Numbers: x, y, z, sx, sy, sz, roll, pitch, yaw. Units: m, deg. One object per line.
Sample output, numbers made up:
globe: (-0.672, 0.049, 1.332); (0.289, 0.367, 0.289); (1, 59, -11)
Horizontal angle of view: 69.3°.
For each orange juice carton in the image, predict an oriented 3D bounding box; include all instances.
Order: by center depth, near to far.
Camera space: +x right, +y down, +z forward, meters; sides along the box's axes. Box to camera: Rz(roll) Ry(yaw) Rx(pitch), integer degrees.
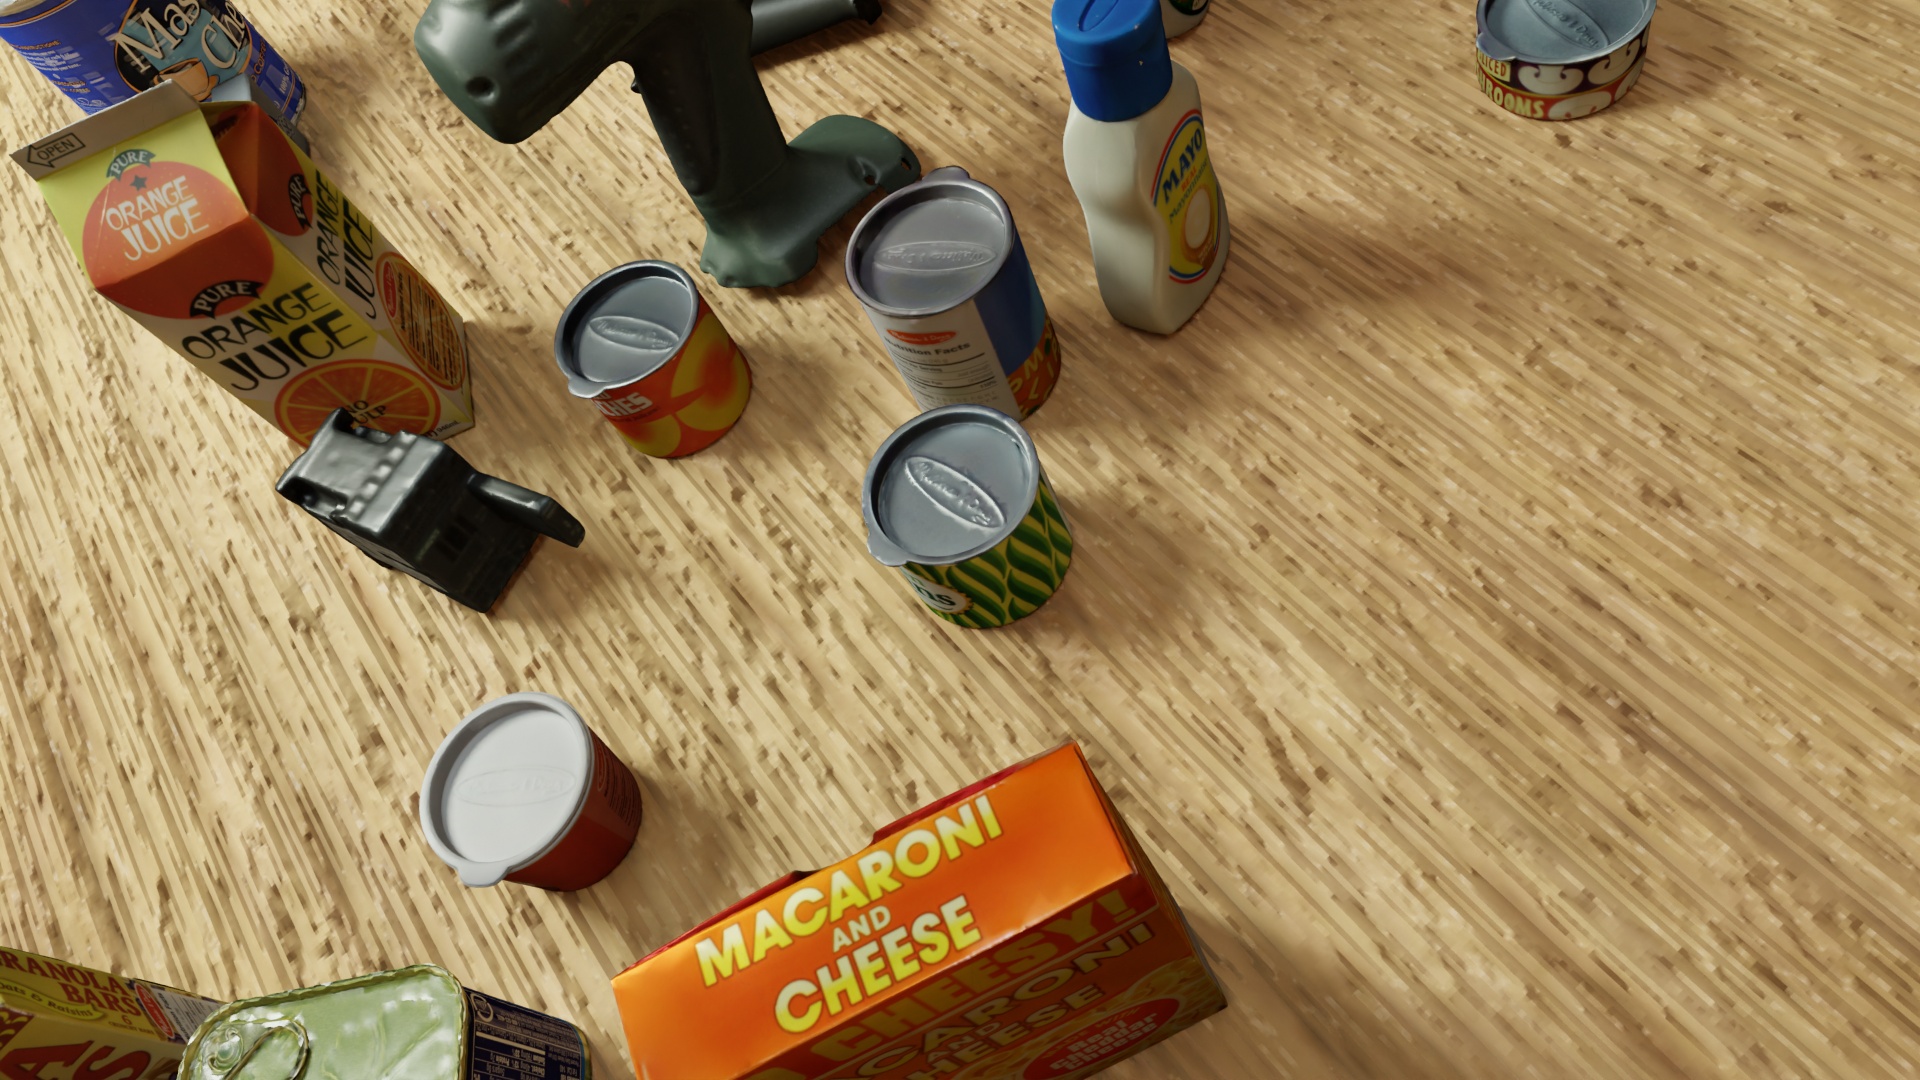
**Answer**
orange juice carton: (-0.295, -0.113, 0.592); (0.072, 0.192, 0.073); (-22, 58, 6)

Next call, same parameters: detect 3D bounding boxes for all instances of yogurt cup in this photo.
yogurt cup: (-0.154, 0.096, 0.512); (0.072, 0.053, 0.073); (-8, 60, 14)

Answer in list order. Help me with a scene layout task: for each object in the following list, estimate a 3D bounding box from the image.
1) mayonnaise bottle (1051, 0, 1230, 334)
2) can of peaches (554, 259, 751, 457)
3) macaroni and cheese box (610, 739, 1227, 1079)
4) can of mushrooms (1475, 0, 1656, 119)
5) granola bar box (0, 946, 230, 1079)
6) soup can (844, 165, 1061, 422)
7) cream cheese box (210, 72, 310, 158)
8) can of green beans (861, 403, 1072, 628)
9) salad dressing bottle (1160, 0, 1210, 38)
mayonnaise bottle: (0.067, -0.143, 0.518); (0.041, 0.147, 0.065); (23, 71, 27)
can of peaches: (-0.132, -0.075, 0.599); (0.071, 0.058, 0.071); (-8, 60, 14)
macaroni and cheese box: (0.000, 0.123, 0.380); (0.124, 0.166, 0.040); (-28, 57, 2)
can of mushrooms: (0.242, -0.205, 0.564); (0.071, 0.033, 0.071); (-8, 60, 14)
granola bar box: (-0.338, 0.219, 0.462); (0.039, 0.123, 0.166); (35, 77, 30)
soup can: (0.000, -0.093, 0.550); (0.071, 0.083, 0.071); (-8, 60, 14)
cream cheese box: (-0.374, -0.199, 0.749); (0.024, 0.053, 0.104); (-25, 57, 4)
can of green beans: (0.004, -0.008, 0.517); (0.071, 0.057, 0.071); (-8, 60, 14)
salad dressing bottle: (0.076, -0.285, 0.595); (0.044, 0.147, 0.064); (15, 68, 25)
